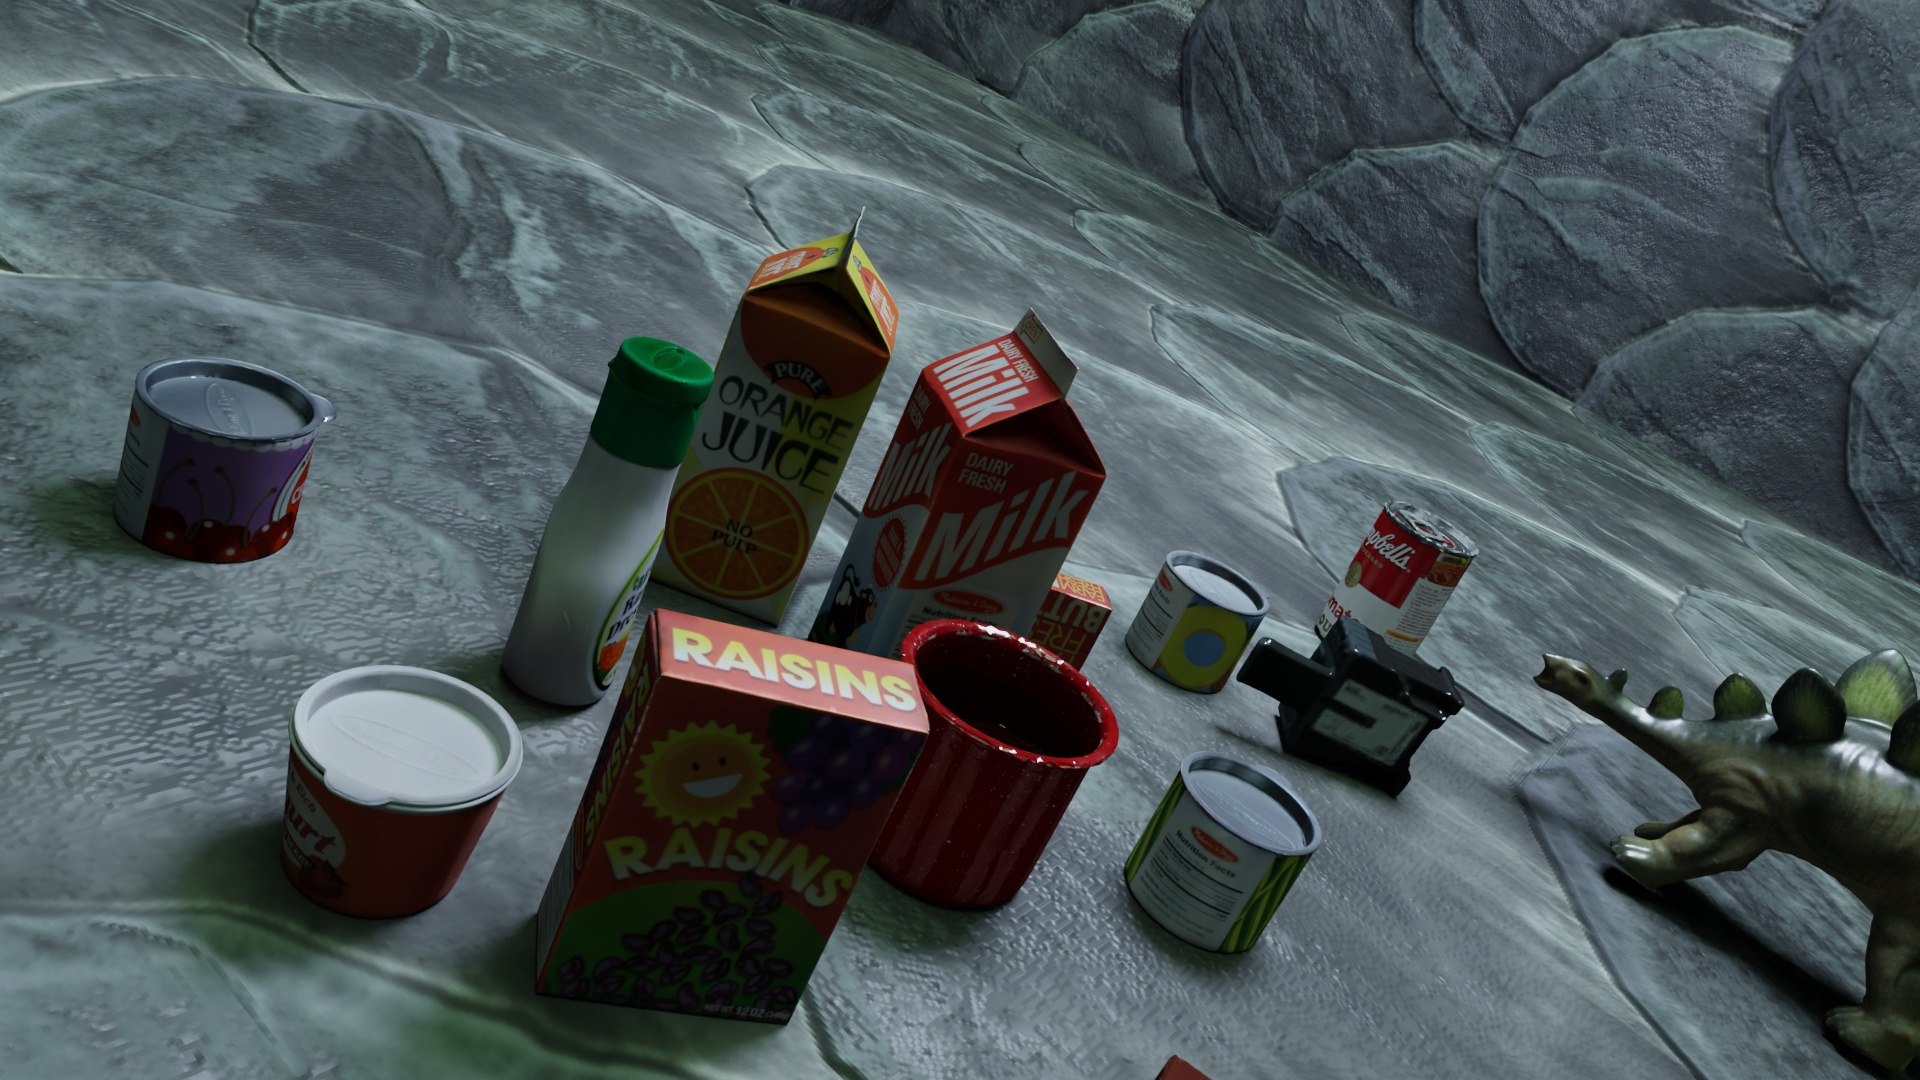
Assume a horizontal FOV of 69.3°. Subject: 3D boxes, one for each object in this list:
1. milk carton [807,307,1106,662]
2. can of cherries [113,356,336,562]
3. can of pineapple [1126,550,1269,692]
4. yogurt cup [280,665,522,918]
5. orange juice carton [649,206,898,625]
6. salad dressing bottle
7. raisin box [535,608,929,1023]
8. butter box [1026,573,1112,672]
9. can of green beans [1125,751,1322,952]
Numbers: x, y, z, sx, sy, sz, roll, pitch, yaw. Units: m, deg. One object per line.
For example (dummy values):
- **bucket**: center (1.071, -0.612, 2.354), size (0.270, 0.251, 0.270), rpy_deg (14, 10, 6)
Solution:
- **milk carton**: center (0.002, -0.008, 0.627), size (0.073, 0.189, 0.072), rpy_deg (14, 25, -25)
- **can of cherries**: center (-0.293, -0.032, 0.554), size (0.071, 0.058, 0.072), rpy_deg (21, 23, -9)
- **can of pineapple**: center (0.140, 0.048, 0.814), size (0.071, 0.057, 0.071), rpy_deg (21, 23, -9)
- **yogurt cup**: center (-0.178, 0.080, 0.435), size (0.072, 0.053, 0.073), rpy_deg (21, 23, -9)
- **orange juice carton**: center (-0.083, -0.064, 0.662), size (0.073, 0.191, 0.072), rpy_deg (22, 23, -8)
- **salad dressing bottle**: center (-0.137, -0.006, 0.540), size (0.044, 0.147, 0.064), rpy_deg (23, 23, -4)
- **raisin box**: center (-0.073, 0.088, 0.432), size (0.086, 0.123, 0.040), rpy_deg (16, 24, -21)
- **butter box**: center (0.023, 0.036, 0.729), size (0.103, 0.053, 0.024), rpy_deg (18, 24, -16)
- **can of green beans**: center (0.113, 0.134, 0.601), size (0.071, 0.057, 0.071), rpy_deg (21, 23, -9)
